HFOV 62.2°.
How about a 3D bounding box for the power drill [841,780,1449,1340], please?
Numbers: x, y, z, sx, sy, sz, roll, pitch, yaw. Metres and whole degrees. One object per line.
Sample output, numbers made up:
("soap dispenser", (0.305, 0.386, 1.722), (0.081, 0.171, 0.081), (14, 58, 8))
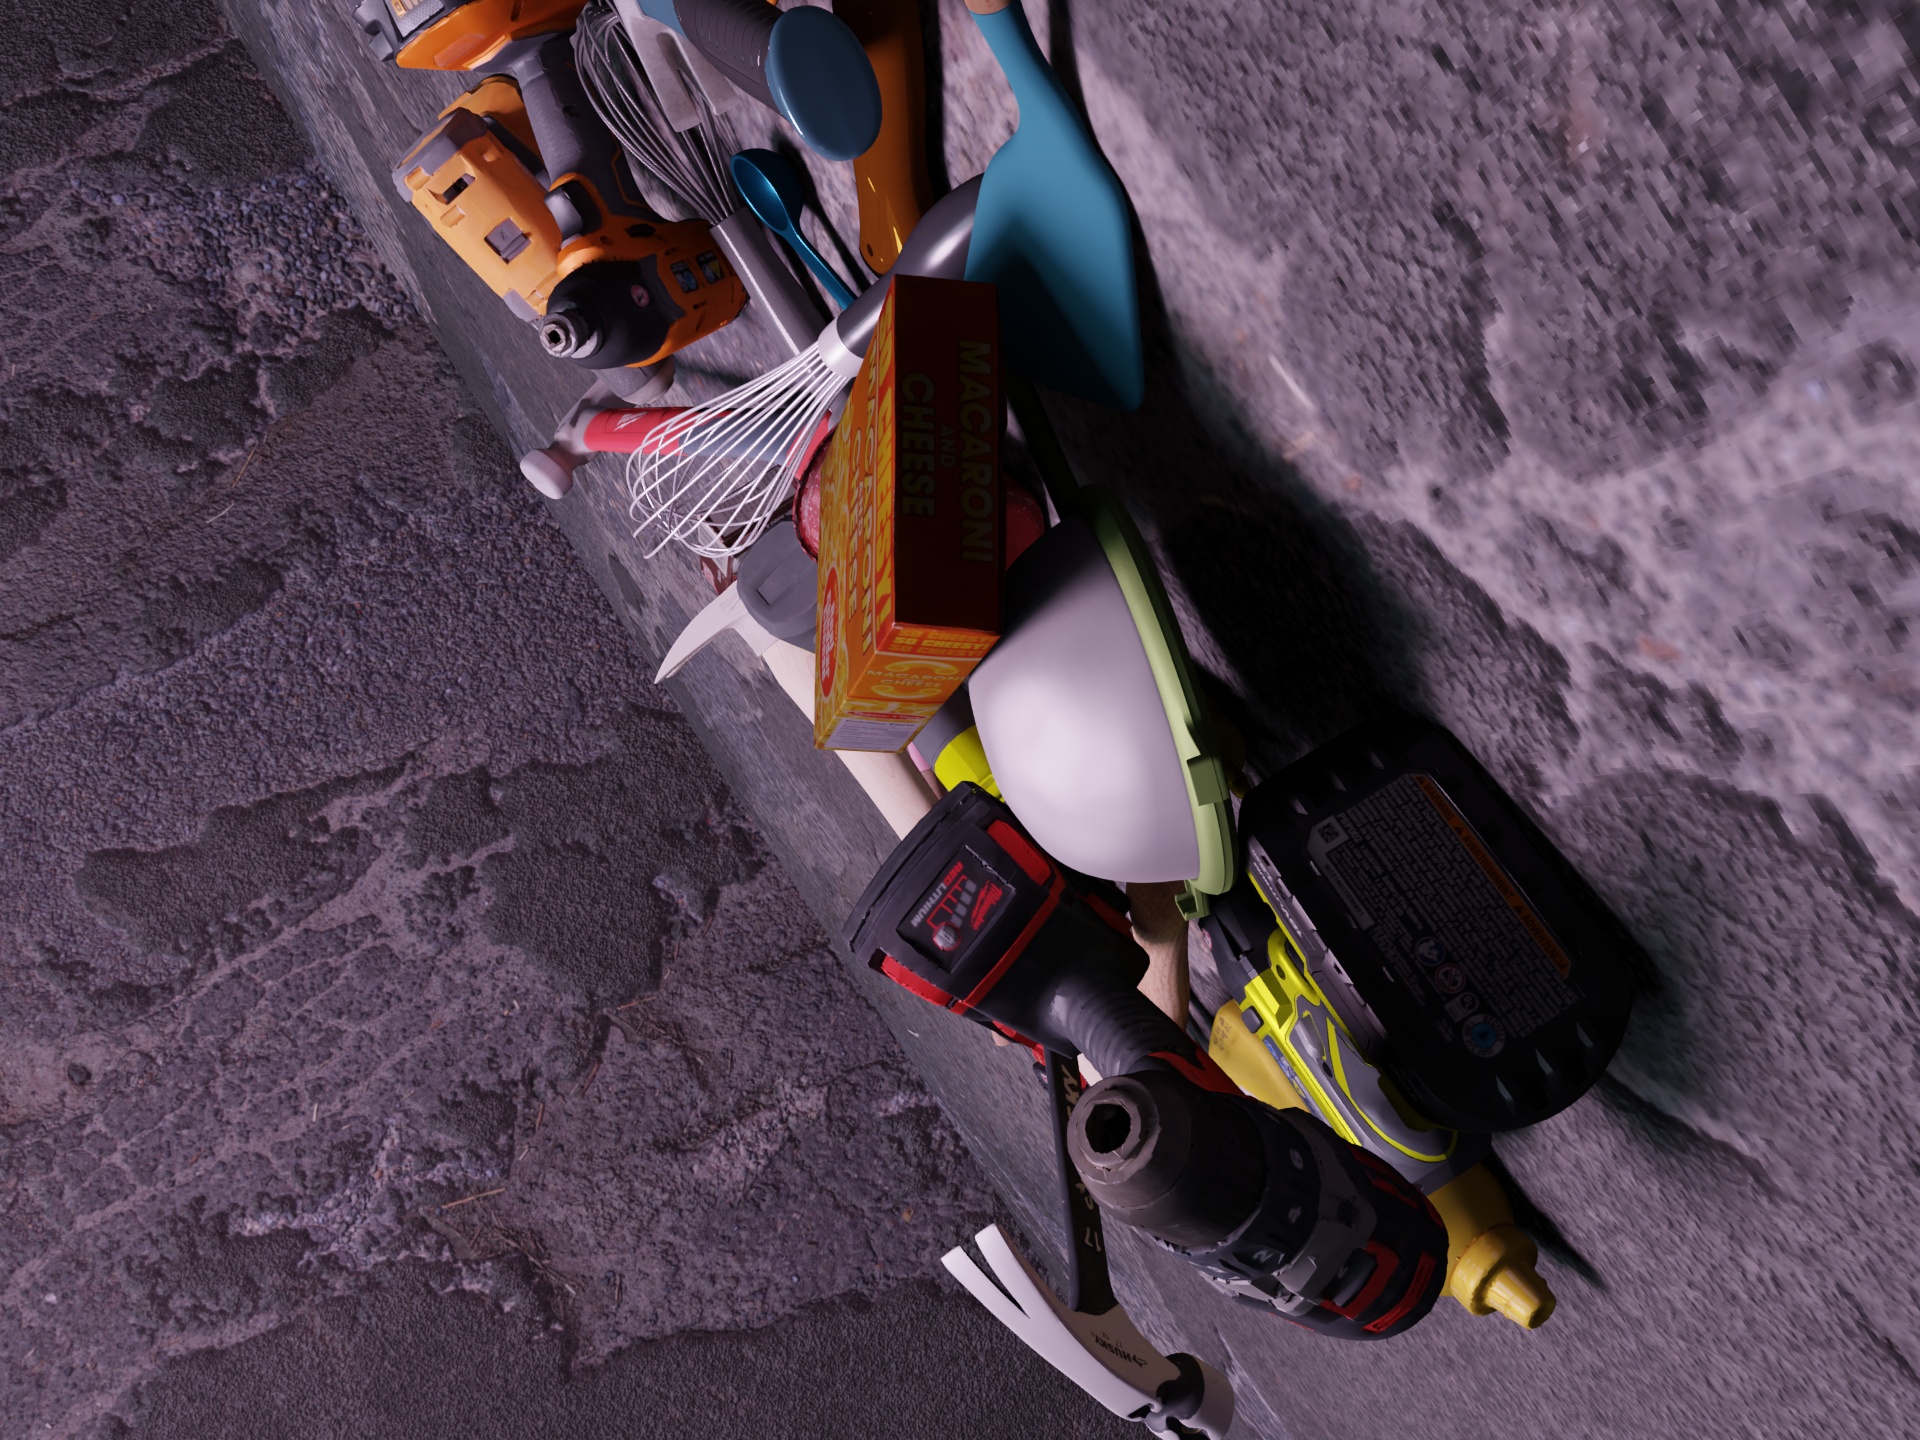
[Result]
("power drill", (0.051, 0.113, 0.549), (0.187, 0.080, 0.227), (36, -177, -44))

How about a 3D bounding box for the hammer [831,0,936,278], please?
("hammer", (-0.036, -0.267, 0.498), (0.127, 0.034, 0.336), (50, 165, 22))

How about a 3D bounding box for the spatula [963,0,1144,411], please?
("spatula", (-0.004, -0.211, 0.432), (0.082, 0.044, 0.317), (30, 164, 32))

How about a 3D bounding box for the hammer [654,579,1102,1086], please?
("hammer", (-0.020, 0.083, 0.990), (0.410, 0.146, 0.038), (53, -160, -1))

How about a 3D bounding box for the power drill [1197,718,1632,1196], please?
("power drill", (0.149, 0.093, 0.602), (0.171, 0.080, 0.223), (57, 170, 19))

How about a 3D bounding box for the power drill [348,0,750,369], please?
("power drill", (-0.206, -0.287, 0.808), (0.226, 0.084, 0.164), (61, -151, -16))

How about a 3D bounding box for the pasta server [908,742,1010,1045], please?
("pasta server", (-0.018, 0.059, 1.017), (0.040, 0.060, 0.316), (-20, -85, -61))

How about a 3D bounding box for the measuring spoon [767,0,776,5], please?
("measuring spoon", (-0.090, -0.299, 0.664), (0.021, 0.011, 0.117), (61, 166, -17))

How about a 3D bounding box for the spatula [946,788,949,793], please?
("spatula", (-0.019, 0.011, 1.125), (0.060, 0.018, 0.315), (38, 158, 46))

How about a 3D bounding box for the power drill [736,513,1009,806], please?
("power drill", (-0.001, -0.003, 0.841), (0.229, 0.080, 0.190), (49, -169, 23))

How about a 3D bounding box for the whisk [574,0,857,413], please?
("whisk", (-0.115, -0.252, 0.800), (0.238, 0.055, 0.055), (56, 167, -19))

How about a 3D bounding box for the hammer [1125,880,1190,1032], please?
("hammer", (0.104, 0.147, 0.808), (0.331, 0.031, 0.130), (74, -171, -62))

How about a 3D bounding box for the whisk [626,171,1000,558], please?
("whisk", (-0.061, -0.139, 0.650), (0.284, 0.070, 0.070), (-30, 94, 48))

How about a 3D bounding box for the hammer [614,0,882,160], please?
("hammer", (-0.097, -0.270, 0.607), (0.331, 0.033, 0.128), (54, 170, 52))

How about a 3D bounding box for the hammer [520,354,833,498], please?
("hammer", (-0.161, -0.196, 1.020), (0.386, 0.143, 0.038), (15, 153, 54))

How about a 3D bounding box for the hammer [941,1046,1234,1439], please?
("hammer", (0.044, 0.150, 0.805), (0.149, 0.036, 0.409), (39, -155, -27))

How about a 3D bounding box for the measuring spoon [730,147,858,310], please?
("measuring spoon", (-0.059, -0.218, 0.748), (0.128, 0.021, 0.042), (49, 167, -10))

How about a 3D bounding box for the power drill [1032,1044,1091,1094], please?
("power drill", (0.057, 0.157, 1.084), (0.219, 0.078, 0.143), (61, 166, -6))

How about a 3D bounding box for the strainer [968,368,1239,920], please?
("strainer", (0.024, -0.048, 0.579), (0.151, 0.069, 0.257), (75, 176, -67))

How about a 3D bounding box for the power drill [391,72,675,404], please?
("power drill", (-0.247, -0.290, 0.956), (0.185, 0.084, 0.226), (47, -170, -30))
